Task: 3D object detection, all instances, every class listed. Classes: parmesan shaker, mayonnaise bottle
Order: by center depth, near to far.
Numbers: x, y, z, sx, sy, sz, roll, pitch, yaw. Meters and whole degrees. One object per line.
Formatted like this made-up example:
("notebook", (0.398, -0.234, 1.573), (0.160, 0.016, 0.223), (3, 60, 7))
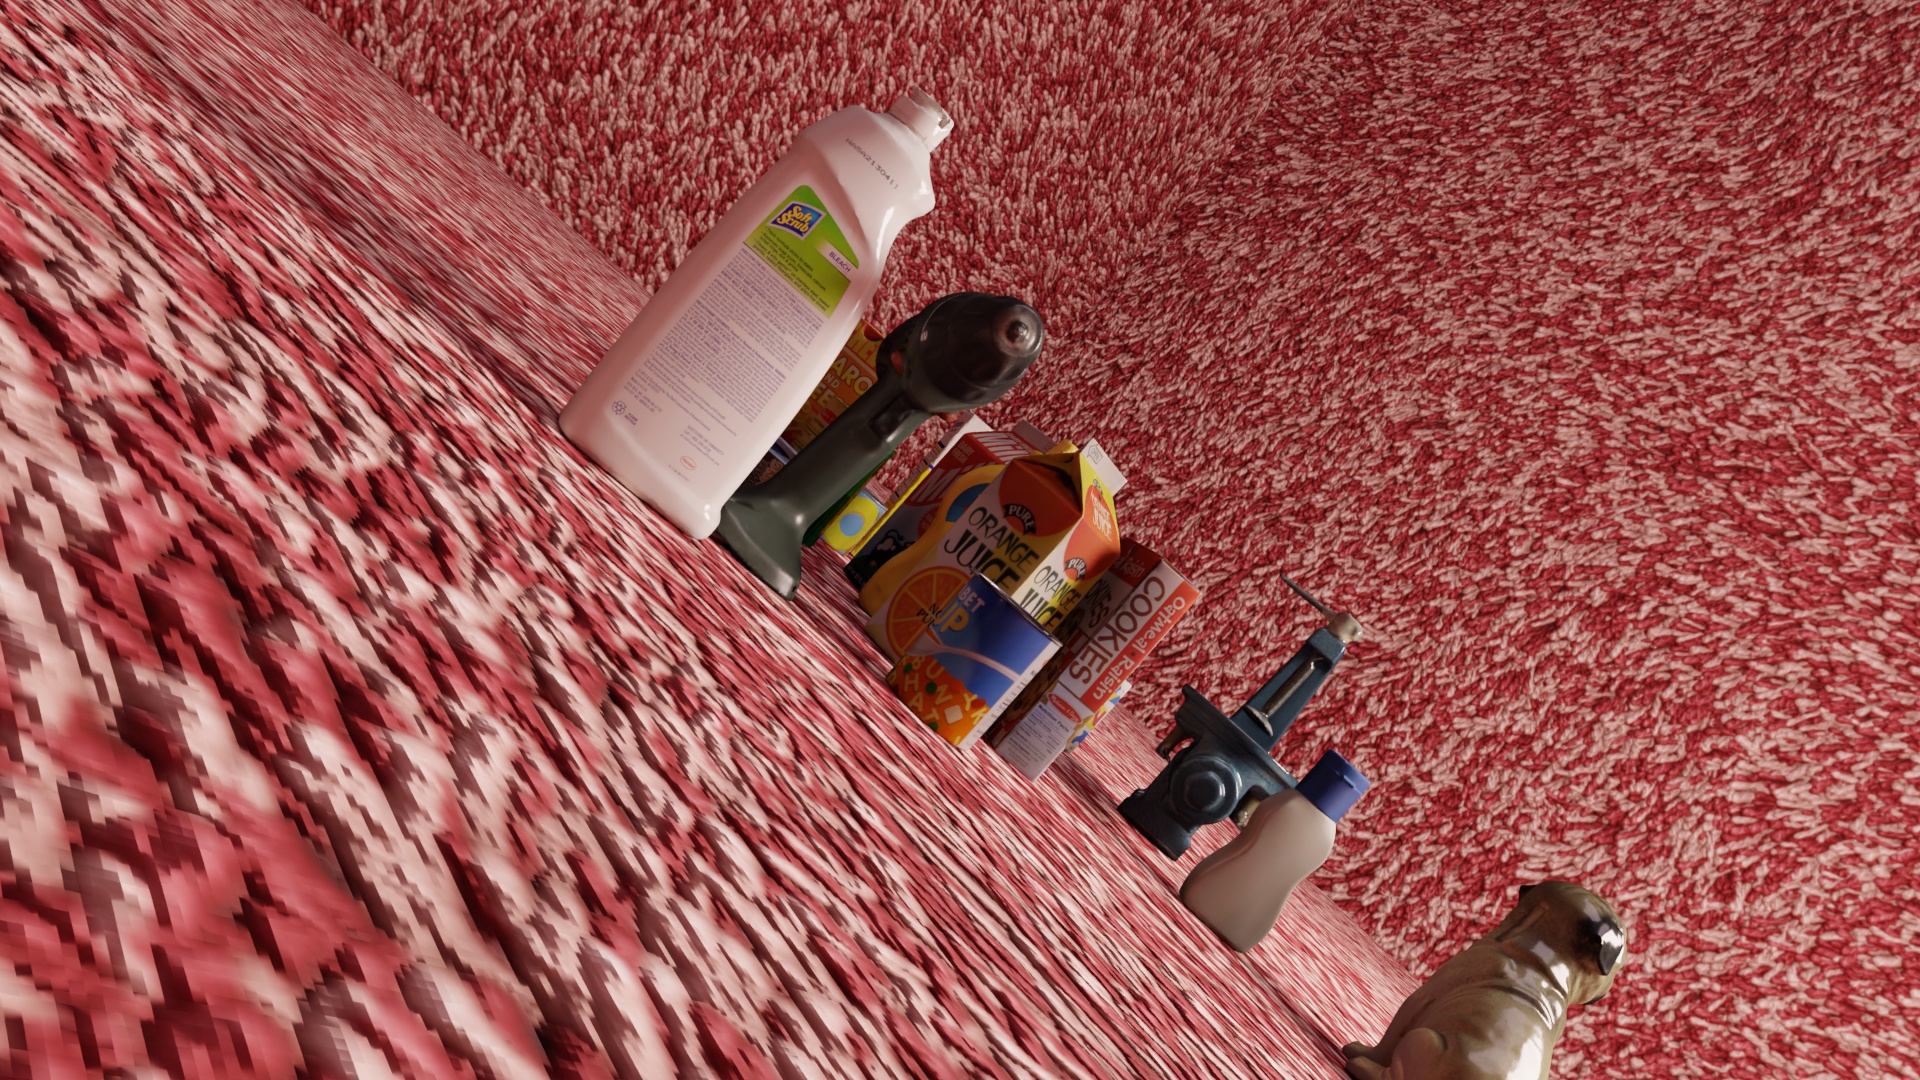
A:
("mayonnaise bottle", (0.221, 0.211, 0.961), (0.065, 0.148, 0.041), (42, 1, -1))
("parmesan shaker", (-0.109, -0.054, 1.082), (0.071, 0.103, 0.071), (42, 1, -1))

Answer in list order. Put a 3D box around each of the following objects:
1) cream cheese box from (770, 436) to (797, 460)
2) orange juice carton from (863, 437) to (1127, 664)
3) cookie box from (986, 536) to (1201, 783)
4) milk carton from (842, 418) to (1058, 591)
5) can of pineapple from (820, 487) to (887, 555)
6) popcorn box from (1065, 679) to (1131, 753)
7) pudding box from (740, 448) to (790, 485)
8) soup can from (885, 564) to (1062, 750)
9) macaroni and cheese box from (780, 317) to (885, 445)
("cream cheese box", (-0.142, -0.049, 1.024), (0.104, 0.053, 0.024), (42, 1, 27))
("orange juice carton", (0.035, 0.018, 0.914), (0.073, 0.192, 0.071), (42, 1, 35))
("cookie box", (0.083, 0.076, 0.957), (0.040, 0.167, 0.123), (42, 1, -8))
("milk carton", (0.004, -0.014, 1.109), (0.073, 0.190, 0.072), (41, 1, -40))
("can of pineapple", (-0.109, -0.029, 1.236), (0.071, 0.058, 0.071), (42, 1, -1))
("popcorn box", (0.084, 0.123, 1.223), (0.126, 0.085, 0.038), (41, 1, -41))
("pudding box", (-0.131, -0.034, 0.950), (0.030, 0.049, 0.083), (42, 1, 7))
("soup can", (0.005, 0.068, 0.806), (0.071, 0.084, 0.071), (42, 1, -1))
("macaroni and cheese box", (-0.120, -0.109, 1.151), (0.124, 0.166, 0.040), (42, 1, 15))
